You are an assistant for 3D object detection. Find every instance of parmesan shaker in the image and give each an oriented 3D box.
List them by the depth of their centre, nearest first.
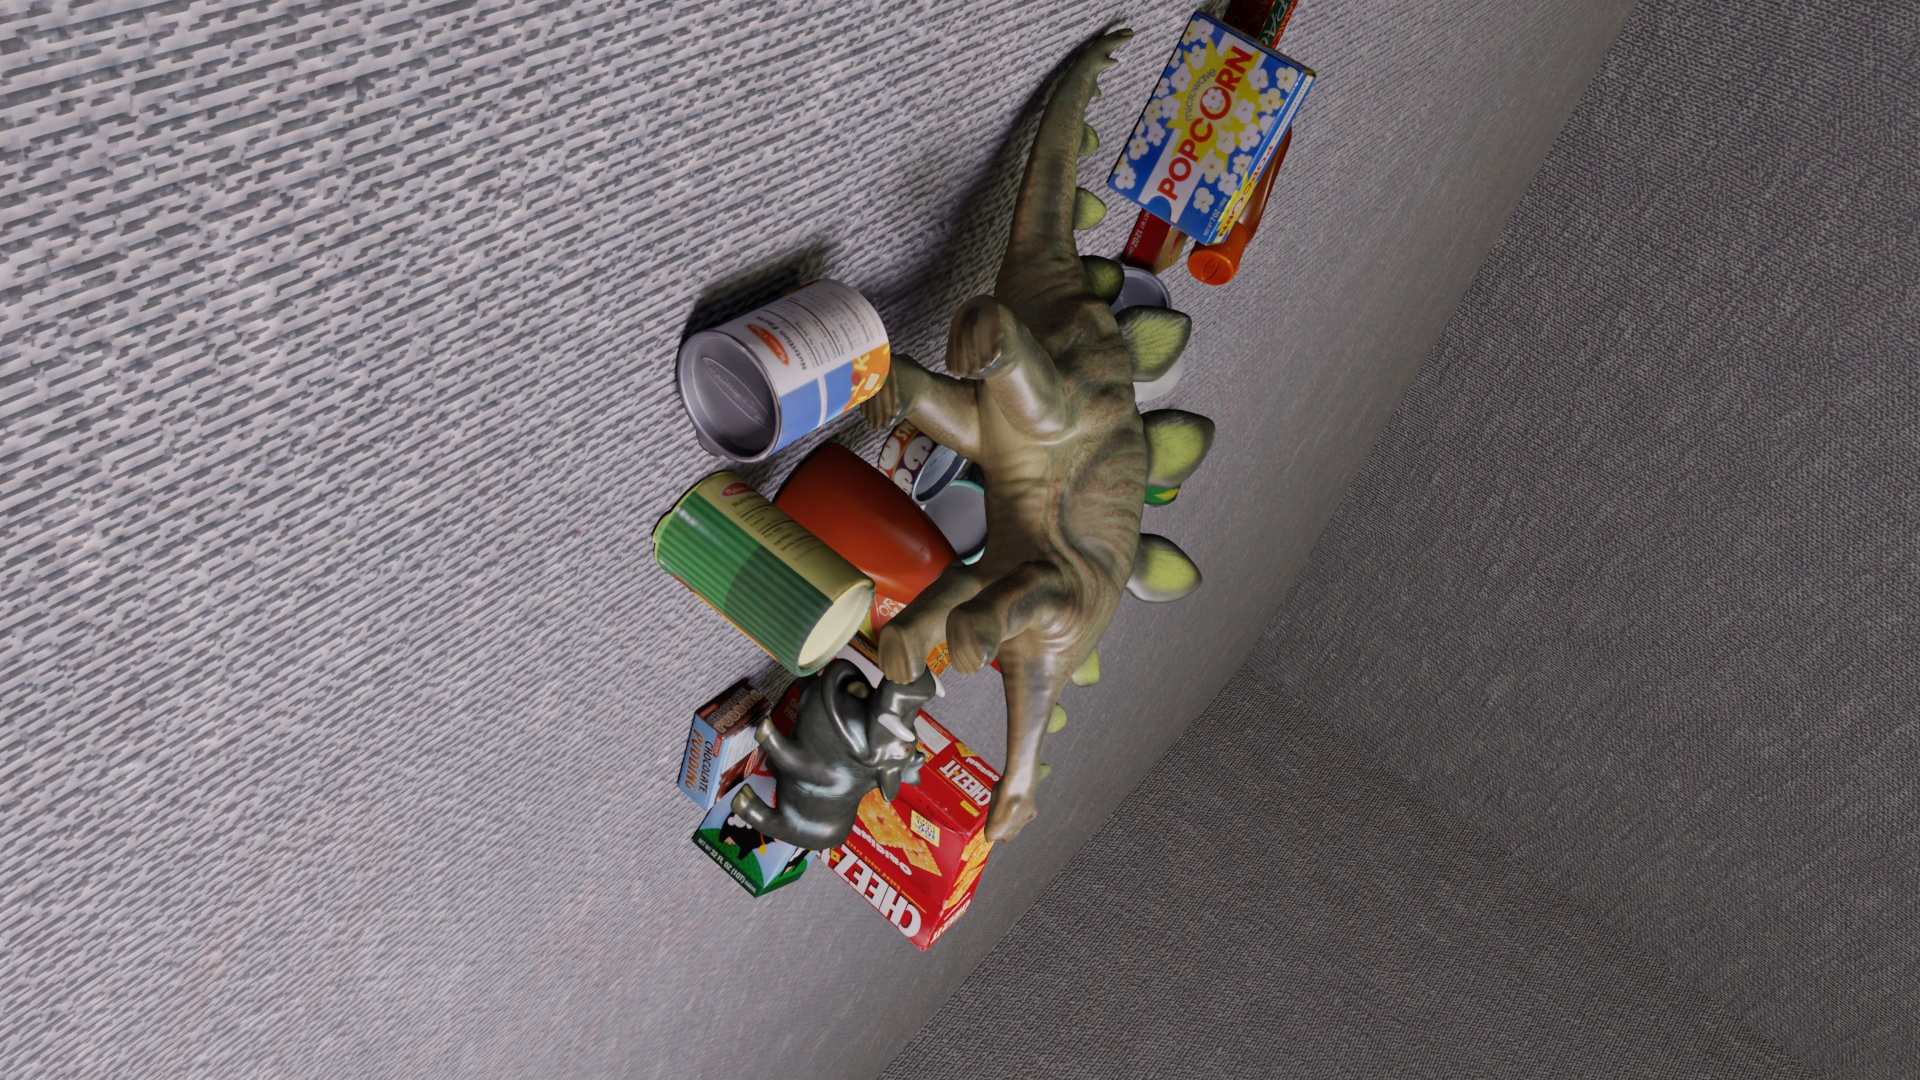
[{"bbox_3d":[-0.107,0.019,0.748,0.071,0.103,0.071,-46,161,-21],"label":"parmesan shaker"}]

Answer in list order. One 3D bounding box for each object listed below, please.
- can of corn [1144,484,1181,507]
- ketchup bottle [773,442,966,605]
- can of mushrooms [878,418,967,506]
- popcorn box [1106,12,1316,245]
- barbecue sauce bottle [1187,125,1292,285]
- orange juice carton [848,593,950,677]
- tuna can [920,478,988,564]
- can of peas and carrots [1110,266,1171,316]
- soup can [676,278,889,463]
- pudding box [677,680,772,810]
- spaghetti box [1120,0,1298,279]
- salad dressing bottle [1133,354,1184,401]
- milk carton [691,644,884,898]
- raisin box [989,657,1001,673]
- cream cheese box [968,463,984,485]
[{"bbox_3d":[0.200,-0.077,1.407,0.071,0.071,0.058,-38,156,-41],"label":"can of corn"},{"bbox_3d":[-0.039,0.005,0.820,0.065,0.149,0.043,-49,161,-12],"label":"ketchup bottle"},{"bbox_3d":[-0.022,-0.061,0.931,0.071,0.033,0.070,-46,161,-21],"label":"can of mushrooms"},{"bbox_3d":[0.166,-0.273,0.926,0.038,0.085,0.126,-23,145,-59],"label":"popcorn box"},{"bbox_3d":[0.212,-0.260,1.063,0.064,0.044,0.149,114,0,-62],"label":"barbecue sauce bottle"},{"bbox_3d":[-0.049,0.047,0.999,0.072,0.073,0.192,-50,162,-10],"label":"orange juice carton"},{"bbox_3d":[0.004,-0.013,1.026,0.071,0.071,0.033,-56,162,6],"label":"tuna can"},{"bbox_3d":[0.123,-0.164,1.057,0.071,0.071,0.058,-48,162,-16],"label":"can of peas and carrots"},{"bbox_3d":[-0.086,-0.082,0.675,0.084,0.071,0.071,-36,155,-44],"label":"soup can"},{"bbox_3d":[-0.163,0.142,0.958,0.050,0.030,0.083,-37,156,-45],"label":"pudding box"},{"bbox_3d":[0.183,-0.304,1.001,0.050,0.029,0.248,-35,155,-47],"label":"spaghetti box"},{"bbox_3d":[0.147,-0.150,1.181,0.064,0.044,0.148,-57,161,17],"label":"salad dressing bottle"},{"bbox_3d":[-0.116,0.173,1.065,0.190,0.072,0.073,-57,162,10],"label":"milk carton"},{"bbox_3d":[0.047,0.046,1.219,0.124,0.086,0.040,-47,160,-19],"label":"raisin box"},{"bbox_3d":[0.052,-0.040,1.104,0.104,0.024,0.053,-7,139,-28],"label":"cream cheese box"}]
